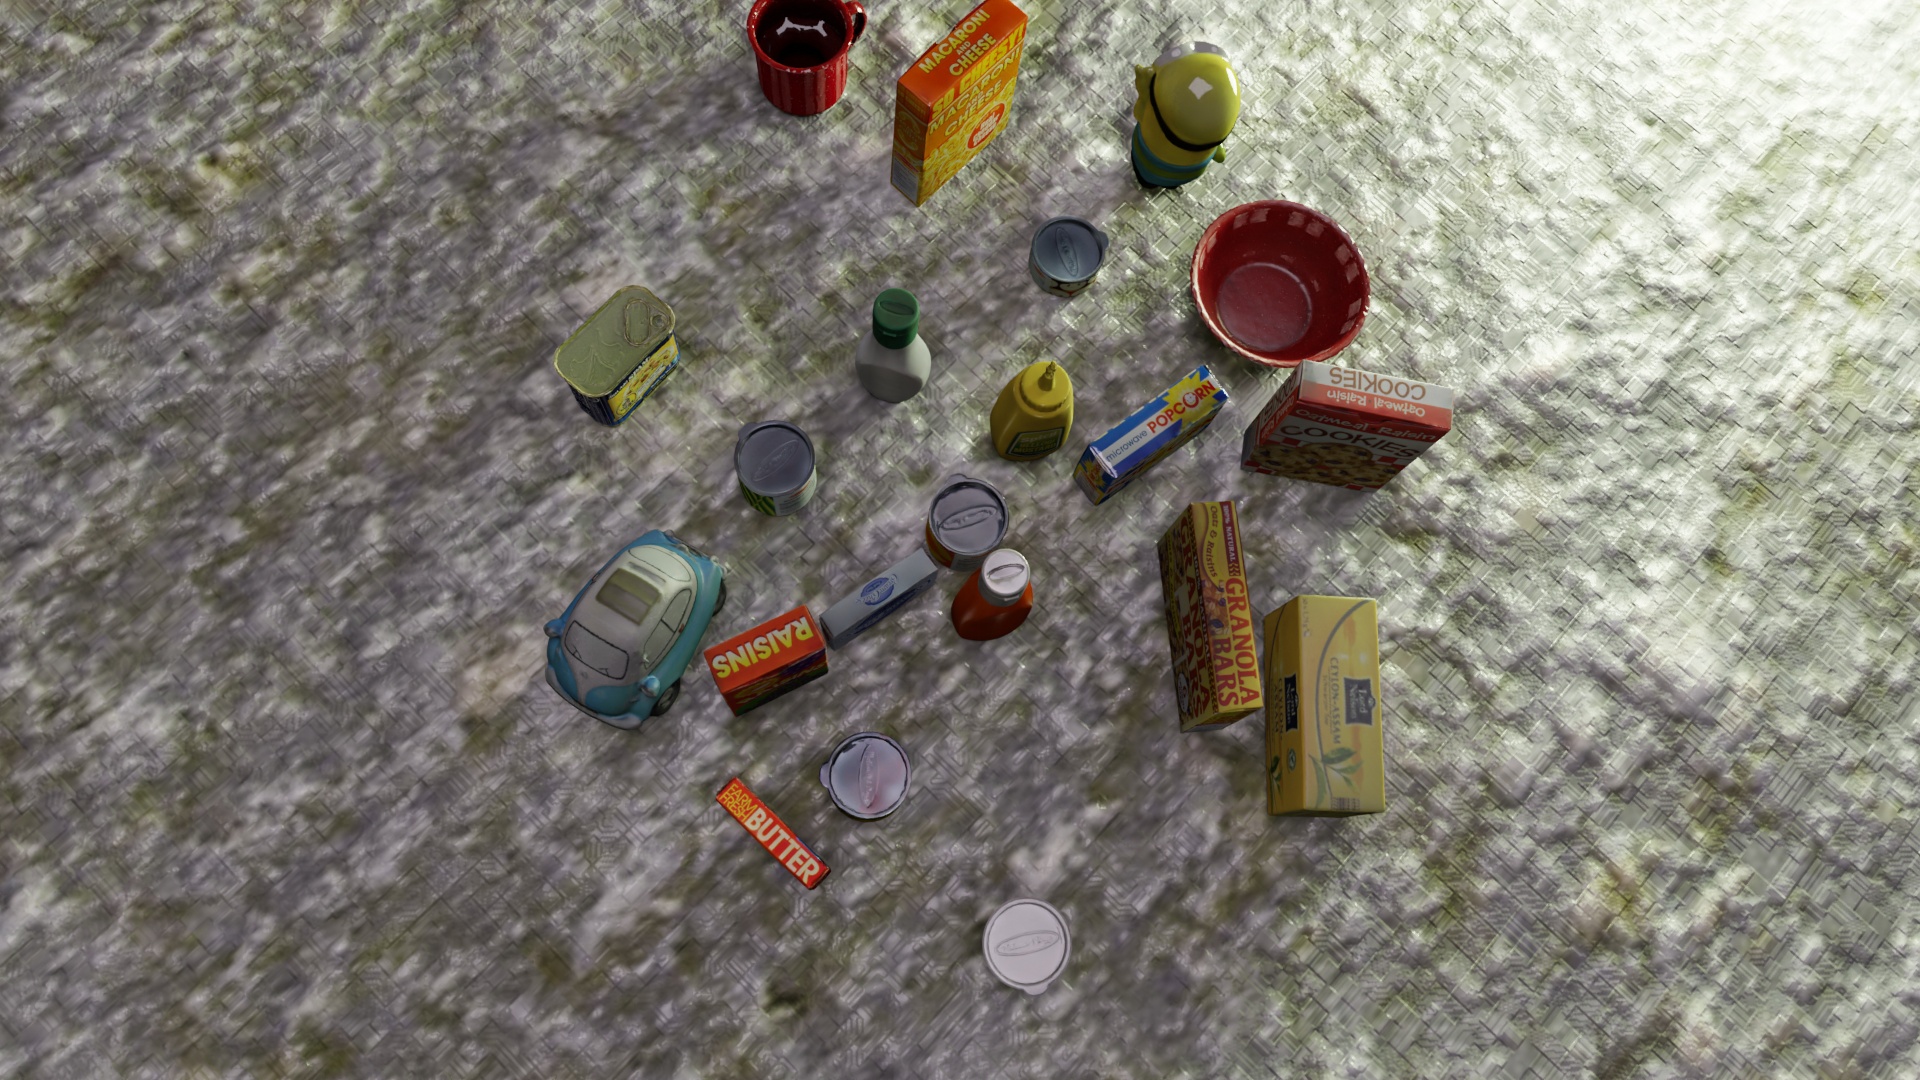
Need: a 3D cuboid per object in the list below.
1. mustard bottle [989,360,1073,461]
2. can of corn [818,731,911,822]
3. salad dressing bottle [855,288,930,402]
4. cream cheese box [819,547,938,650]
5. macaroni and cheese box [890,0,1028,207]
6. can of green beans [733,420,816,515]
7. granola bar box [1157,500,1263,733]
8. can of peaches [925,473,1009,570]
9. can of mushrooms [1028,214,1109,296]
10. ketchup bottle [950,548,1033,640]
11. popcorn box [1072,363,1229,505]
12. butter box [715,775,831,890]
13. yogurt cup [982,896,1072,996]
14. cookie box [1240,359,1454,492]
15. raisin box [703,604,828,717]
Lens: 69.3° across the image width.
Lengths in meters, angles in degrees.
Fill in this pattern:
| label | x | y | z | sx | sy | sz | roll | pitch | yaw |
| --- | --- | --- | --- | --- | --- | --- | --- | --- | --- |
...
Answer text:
| label | x | y | z | sx | sy | sz | roll | pitch | yaw |
| --- | --- | --- | --- | --- | --- | --- | --- | --- | --- |
| mustard bottle | 0.062 | -0.109 | 1.134 | 0.065 | 0.159 | 0.049 | -9 | 76 | -7 |
| can of corn | -0.075 | 0.187 | 1.091 | 0.071 | 0.058 | 0.071 | 1 | 74 | -4 |
| salad dressing bottle | -0.055 | -0.160 | 1.145 | 0.064 | 0.147 | 0.044 | 15 | 74 | 0 |
| cream cheese box | -0.067 | 0.048 | 1.134 | 0.104 | 0.053 | 0.024 | -34 | 80 | -13 |
| macaroni and cheese box | -0.005 | -0.378 | 1.202 | 0.040 | 0.166 | 0.124 | 42 | 76 | 7 |
| can of green beans | -0.153 | -0.060 | 1.155 | 0.071 | 0.057 | 0.071 | 1 | 74 | -4 |
| granola bar box | 0.199 | 0.064 | 1.114 | 0.039 | 0.124 | 0.166 | -3 | 75 | -5 |
| can of peaches | 0.004 | -0.014 | 1.155 | 0.071 | 0.058 | 0.071 | 1 | 74 | -4 |
| can of mushrooms | 0.097 | -0.255 | 1.244 | 0.071 | 0.033 | 0.071 | 1 | 74 | -4 |
| ketchup bottle | 0.029 | 0.043 | 1.093 | 0.065 | 0.148 | 0.043 | -14 | 76 | -8 |
| popcorn box | 0.159 | -0.088 | 1.174 | 0.127 | 0.085 | 0.038 | -35 | 80 | -13 |
| butter box | -0.145 | 0.228 | 1.076 | 0.103 | 0.053 | 0.024 | 42 | 76 | 7 |
| yogurt cup | 0.049 | 0.309 | 1.068 | 0.072 | 0.053 | 0.072 | 1 | 74 | -4 |
| cookie box | 0.314 | -0.090 | 1.145 | 0.123 | 0.167 | 0.040 | 10 | 74 | -2 |
| raisin box | -0.149 | 0.095 | 1.077 | 0.086 | 0.123 | 0.040 | -24 | 78 | -11 |
